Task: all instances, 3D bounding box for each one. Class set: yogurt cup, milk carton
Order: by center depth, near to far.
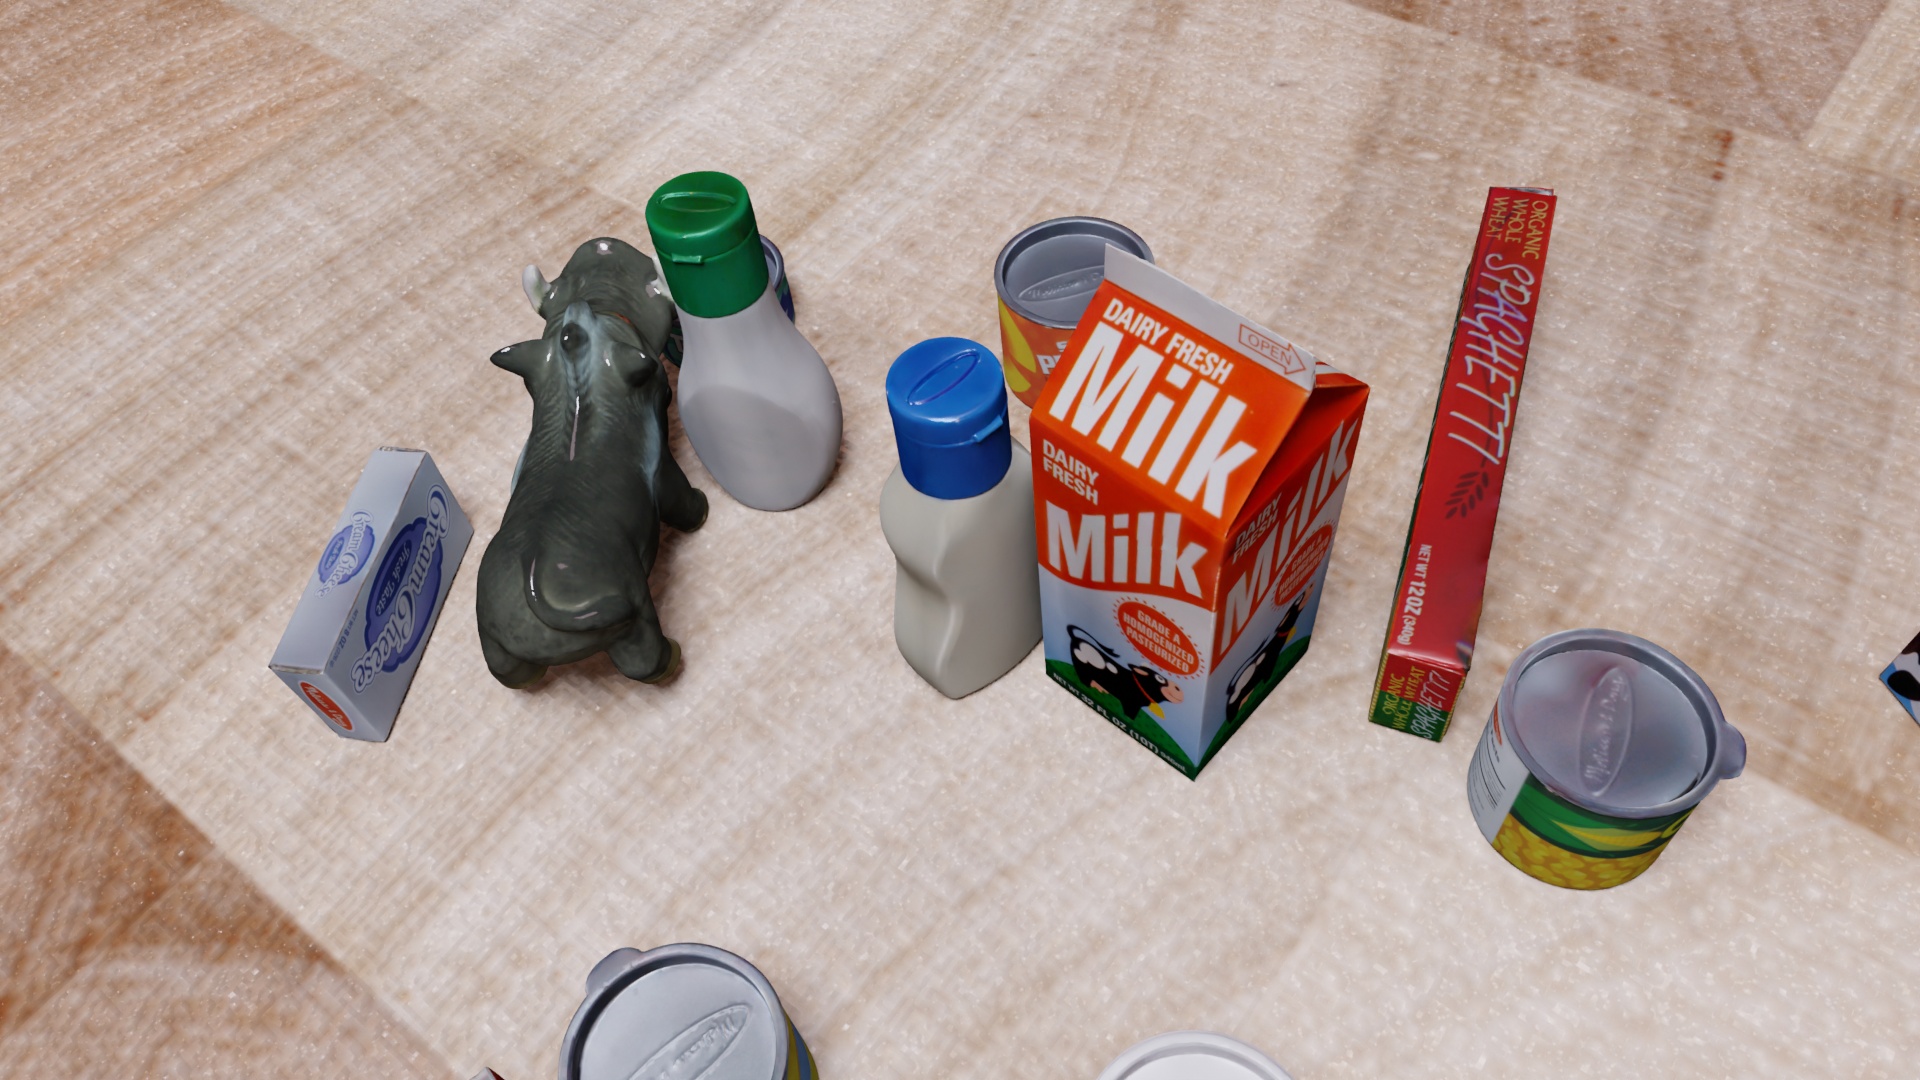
[{"bbox_3d":[0.066,0.178,0.387,0.072,0.053,0.073,-3,53,4],"label":"yogurt cup"},{"bbox_3d":[0.073,-0.009,0.441,0.072,0.189,0.074,34,64,27],"label":"milk carton"}]

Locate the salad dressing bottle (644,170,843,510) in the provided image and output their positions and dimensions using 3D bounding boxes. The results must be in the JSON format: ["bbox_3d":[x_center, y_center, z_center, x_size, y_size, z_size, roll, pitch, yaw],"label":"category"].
[{"bbox_3d":[-0.083,-0.072,0.531,0.064,0.147,0.044,6,55,10],"label":"salad dressing bottle"}]

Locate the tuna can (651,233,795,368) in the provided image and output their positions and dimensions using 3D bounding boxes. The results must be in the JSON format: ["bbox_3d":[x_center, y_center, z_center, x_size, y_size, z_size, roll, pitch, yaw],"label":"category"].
[{"bbox_3d":[-0.110,-0.107,0.631,0.071,0.032,0.071,-3,53,4],"label":"tuna can"}]

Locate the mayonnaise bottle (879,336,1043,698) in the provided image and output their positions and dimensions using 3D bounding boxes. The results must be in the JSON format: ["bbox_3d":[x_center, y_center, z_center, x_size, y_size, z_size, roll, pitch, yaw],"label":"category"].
[{"bbox_3d":[0.002,-0.006,0.473,0.065,0.147,0.041,-39,59,-21],"label":"mayonnaise bottle"}]

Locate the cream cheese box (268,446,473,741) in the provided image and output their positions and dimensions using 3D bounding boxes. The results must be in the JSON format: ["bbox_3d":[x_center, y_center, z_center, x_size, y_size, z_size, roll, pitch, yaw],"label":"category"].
[{"bbox_3d":[-0.224,0.020,0.536,0.024,0.053,0.104,3,54,8],"label":"cream cheese box"}]

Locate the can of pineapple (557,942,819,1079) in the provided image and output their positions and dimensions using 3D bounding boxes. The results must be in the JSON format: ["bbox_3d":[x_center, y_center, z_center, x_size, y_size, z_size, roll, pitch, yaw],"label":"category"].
[{"bbox_3d":[-0.079,0.160,0.414,0.071,0.057,0.071,-3,53,4],"label":"can of pineapple"}]

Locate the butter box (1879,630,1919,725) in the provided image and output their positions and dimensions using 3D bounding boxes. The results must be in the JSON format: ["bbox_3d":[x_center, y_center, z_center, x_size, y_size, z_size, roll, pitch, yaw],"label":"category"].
[{"bbox_3d":[0.346,0.069,0.440,0.024,0.053,0.104,-16,54,-6],"label":"butter box"}]

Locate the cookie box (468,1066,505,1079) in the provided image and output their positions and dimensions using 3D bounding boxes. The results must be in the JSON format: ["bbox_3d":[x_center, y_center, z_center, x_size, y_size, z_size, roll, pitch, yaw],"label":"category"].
[{"bbox_3d":[-0.066,0.201,0.314,0.040,0.166,0.123,-37,58,-20],"label":"cookie box"}]

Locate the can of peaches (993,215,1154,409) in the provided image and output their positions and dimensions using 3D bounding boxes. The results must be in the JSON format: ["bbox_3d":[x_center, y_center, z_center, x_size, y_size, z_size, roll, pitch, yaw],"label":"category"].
[{"bbox_3d":[0.049,-0.092,0.588,0.071,0.057,0.071,-3,53,4],"label":"can of peaches"}]

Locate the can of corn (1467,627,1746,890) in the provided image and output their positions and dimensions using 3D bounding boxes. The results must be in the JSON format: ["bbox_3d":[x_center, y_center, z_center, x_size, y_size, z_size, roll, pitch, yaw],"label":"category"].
[{"bbox_3d":[0.205,0.072,0.449,0.071,0.058,0.071,-3,53,4],"label":"can of corn"}]

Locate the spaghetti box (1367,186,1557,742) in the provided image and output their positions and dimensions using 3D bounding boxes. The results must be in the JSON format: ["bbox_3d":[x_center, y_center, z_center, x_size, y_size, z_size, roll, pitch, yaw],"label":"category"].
[{"bbox_3d":[0.198,-0.041,0.539,0.029,0.050,0.251,14,56,16],"label":"spaghetti box"}]
